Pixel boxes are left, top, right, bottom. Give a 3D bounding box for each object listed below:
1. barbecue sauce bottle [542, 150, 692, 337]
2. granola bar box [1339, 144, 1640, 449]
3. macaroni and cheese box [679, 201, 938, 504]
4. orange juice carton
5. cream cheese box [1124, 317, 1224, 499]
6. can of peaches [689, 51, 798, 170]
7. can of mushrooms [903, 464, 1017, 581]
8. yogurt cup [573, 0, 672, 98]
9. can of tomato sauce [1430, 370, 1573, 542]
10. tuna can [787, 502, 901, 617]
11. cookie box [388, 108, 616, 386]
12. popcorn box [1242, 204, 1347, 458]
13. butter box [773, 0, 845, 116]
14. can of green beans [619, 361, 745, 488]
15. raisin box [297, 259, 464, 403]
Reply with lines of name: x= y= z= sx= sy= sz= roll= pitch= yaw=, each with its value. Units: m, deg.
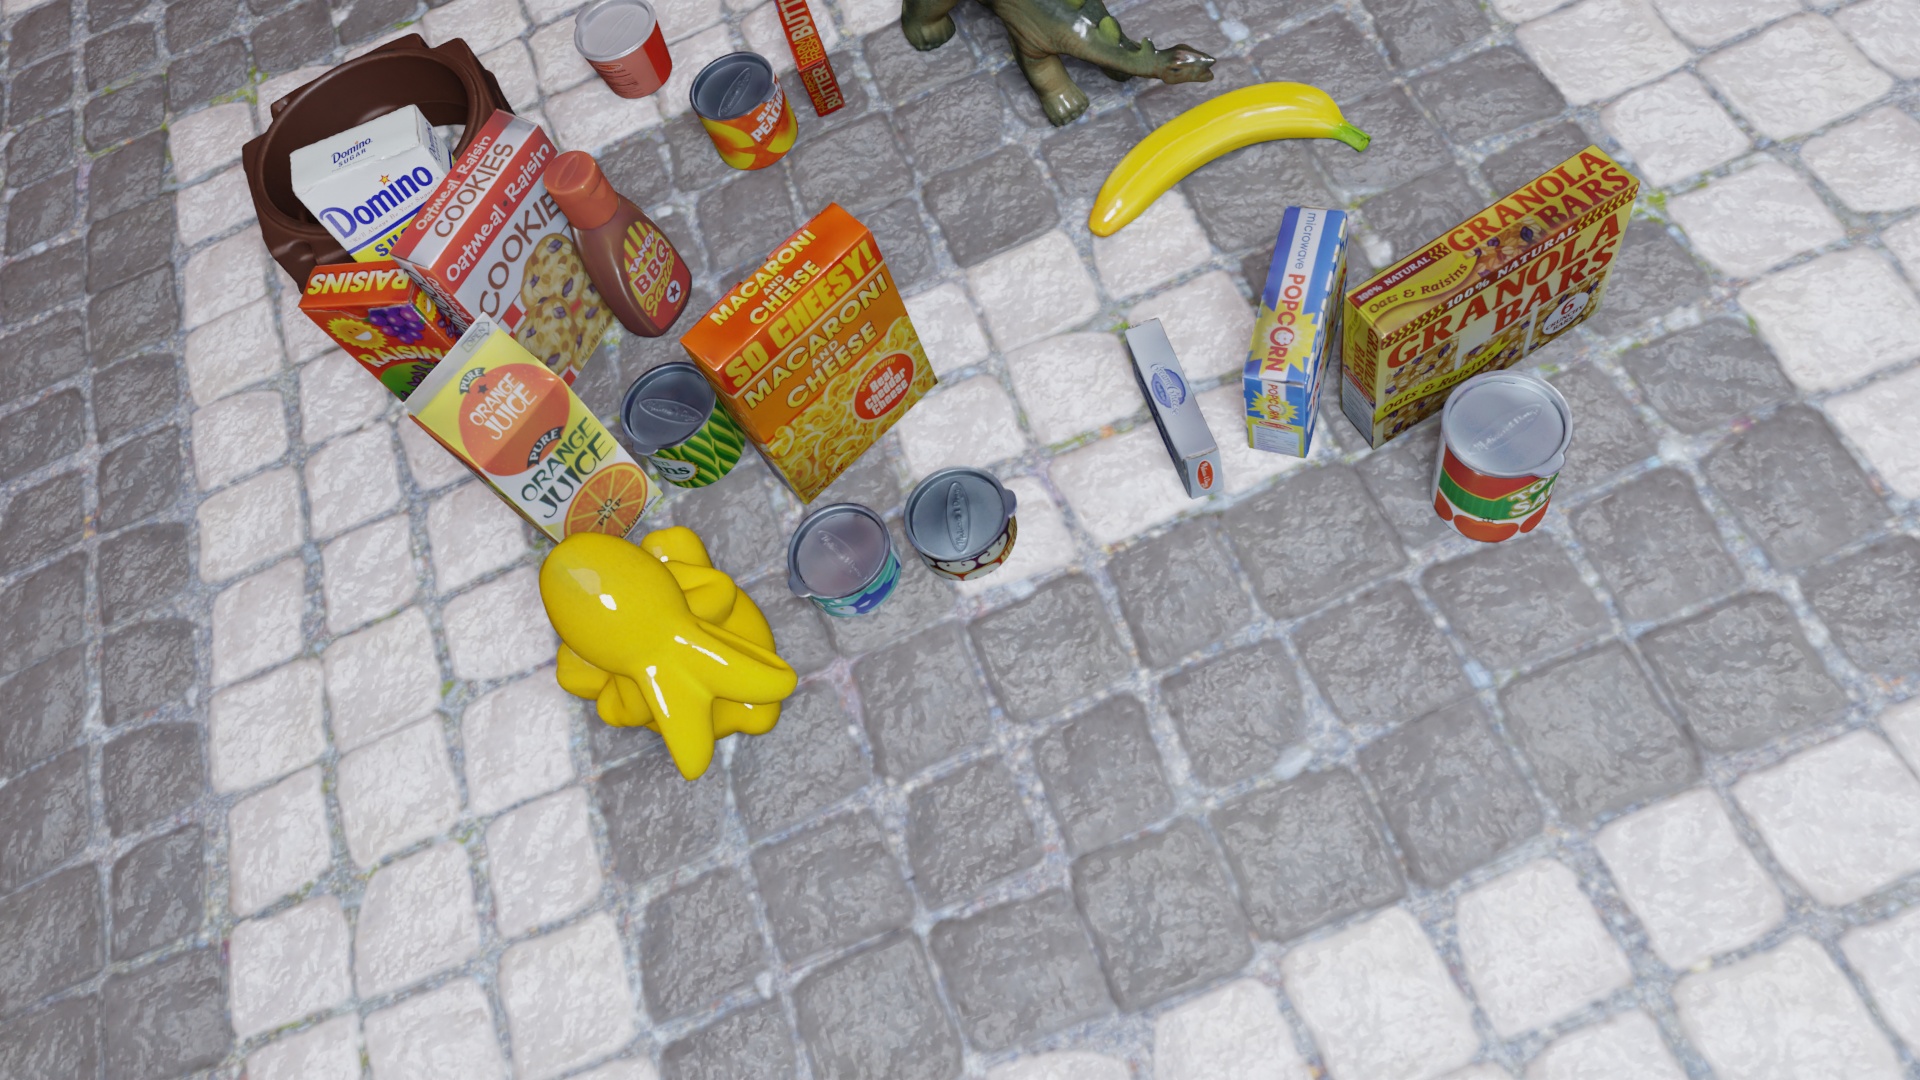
barbecue sauce bottle: x=-0.235 y=-0.204 z=0.949 sx=0.044 sy=0.148 sz=0.065 roll=15 pitch=69 yaw=20
granola bar box: x=0.297 y=-0.137 z=0.799 sx=0.166 sy=0.123 sz=0.039 roll=-31 pitch=61 yaw=-3
macaroni and cheese box: x=-0.088 y=-0.110 z=0.856 sx=0.124 sy=0.166 sz=0.040 roll=-45 pitch=63 yaw=-10
orange juice carton: x=-0.268 y=-0.061 z=0.860 sx=0.073 sy=0.192 sz=0.072 roll=31 pitch=75 yaw=25
cream cheese box: x=0.131 y=-0.081 z=0.852 sx=0.024 sy=0.053 sz=0.104 roll=-21 pitch=61 yaw=3
can of peaches: x=-0.159 y=-0.321 z=1.041 sx=0.071 sy=0.058 sz=0.071 roll=-6 pitch=63 yaw=11
can of mushrooms: x=0.003 y=-0.011 z=0.859 sx=0.071 sy=0.033 sz=0.071 roll=-6 pitch=63 yaw=11
yogurt cup: x=-0.265 y=-0.390 z=1.105 sx=0.072 sy=0.053 sz=0.072 roll=-6 pitch=63 yaw=11
can of tomato sauce: x=0.301 y=-0.044 z=0.775 sx=0.071 sy=0.082 sz=0.071 roll=-6 pitch=63 yaw=11
tuna can: x=-0.073 y=0.014 z=0.866 sx=0.071 sy=0.032 sz=0.071 roll=-6 pitch=63 yaw=11
cookie box: x=-0.296 y=-0.188 z=0.945 sx=0.040 sy=0.167 sz=0.123 roll=21 pitch=71 yaw=22
popcorn box: x=0.203 y=-0.126 z=0.839 sx=0.038 sy=0.085 sz=0.127 roll=11 pitch=67 yaw=19
butter box: x=-0.118 y=-0.379 z=1.064 sx=0.024 sy=0.053 sz=0.104 roll=-21 pitch=61 yaw=3
can of green beans: x=-0.184 y=-0.076 z=0.924 sx=0.071 sy=0.057 sz=0.071 roll=-6 pitch=63 yaw=11
raisin box: x=-0.383 y=-0.144 z=0.970 sx=0.086 sy=0.123 sz=0.040 roll=-1 pitch=64 yaw=14
